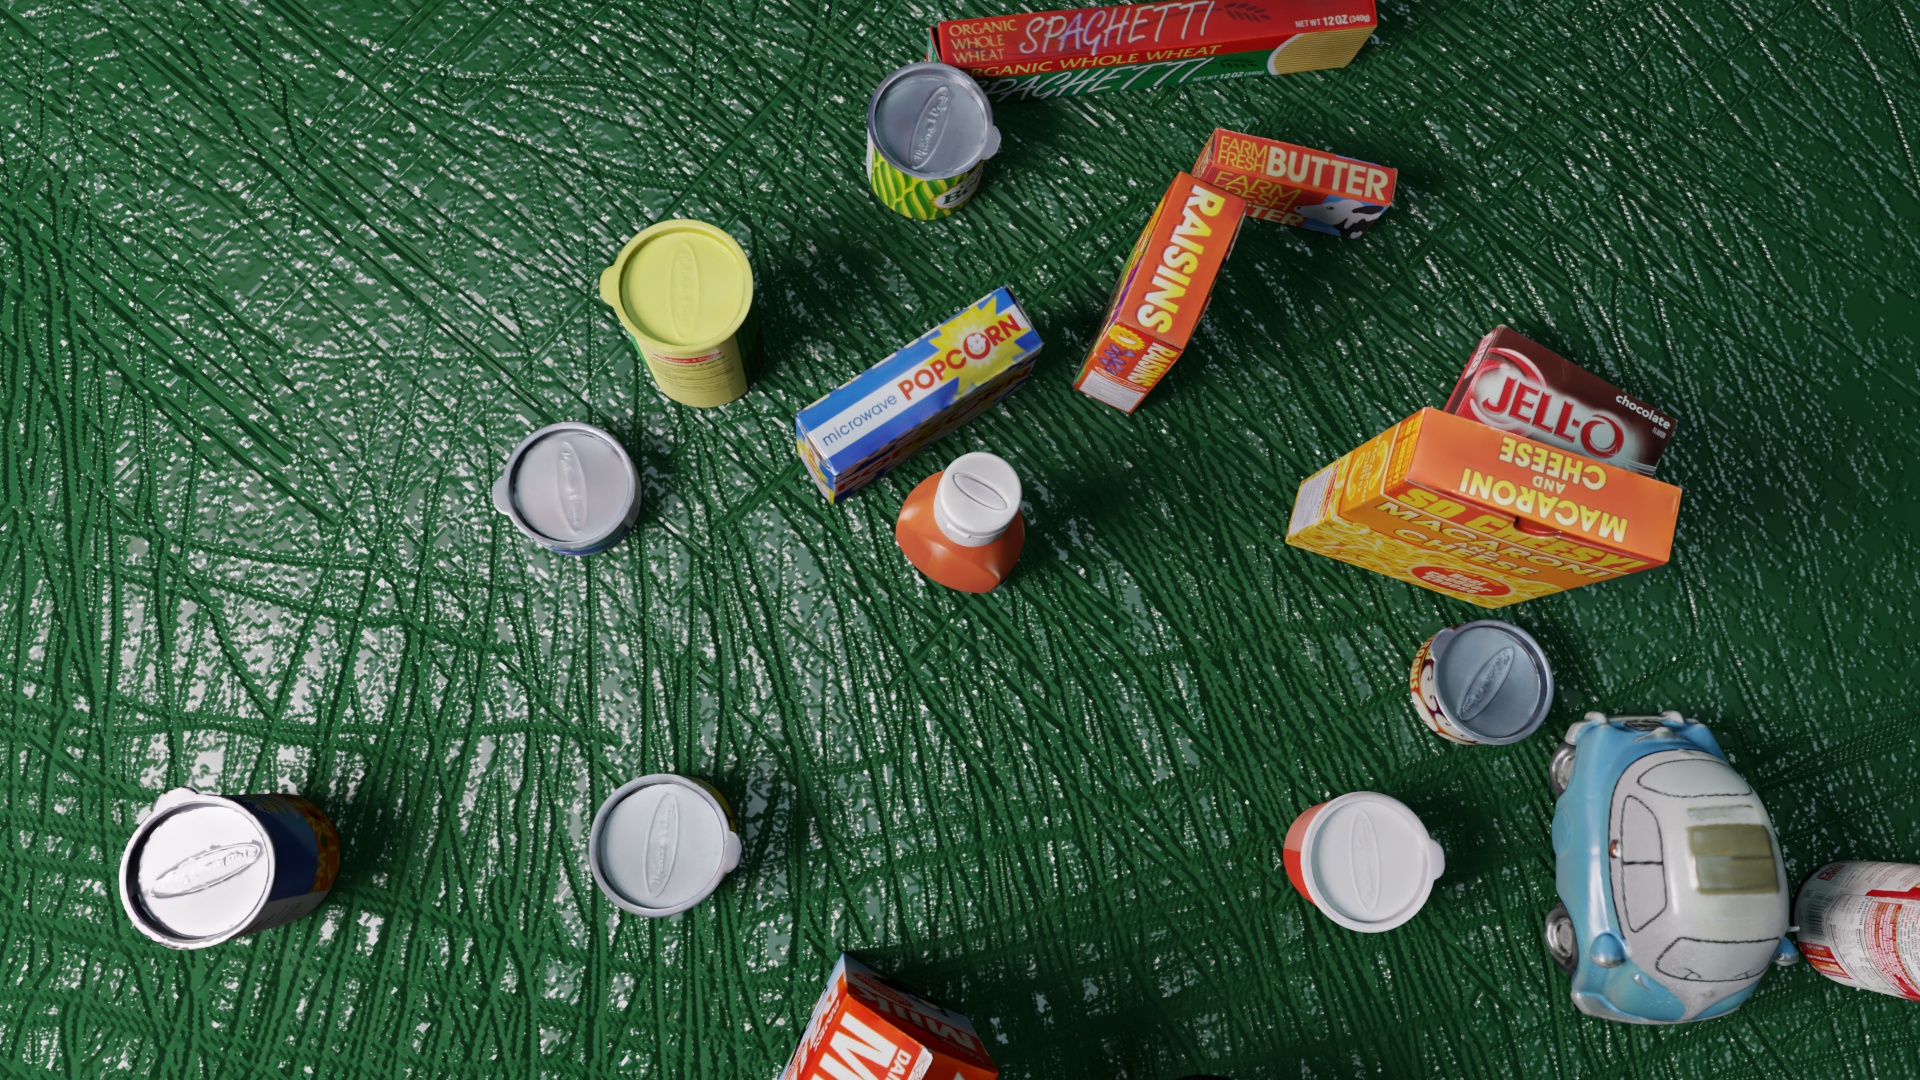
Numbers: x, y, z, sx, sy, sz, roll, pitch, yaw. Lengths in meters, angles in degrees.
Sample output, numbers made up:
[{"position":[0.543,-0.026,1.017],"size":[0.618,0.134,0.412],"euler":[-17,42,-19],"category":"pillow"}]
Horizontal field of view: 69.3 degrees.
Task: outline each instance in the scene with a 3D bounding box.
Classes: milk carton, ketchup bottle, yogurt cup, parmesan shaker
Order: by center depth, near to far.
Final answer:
[{"position":[-0.036,0.238,0.605],"size":[0.073,0.190,0.072],"euler":[28,80,0],"category":"milk carton"},{"position":[0.002,-0.008,0.673],"size":[0.065,0.148,0.043],"euler":[30,80,0],"category":"ketchup bottle"},{"position":[-0.137,-0.112,0.701],"size":[0.071,0.103,0.071],"euler":[1,81,-5],"category":"parmesan shaker"},{"position":[0.199,0.162,0.709],"size":[0.072,0.054,0.072],"euler":[1,80,-5],"category":"yogurt cup"}]

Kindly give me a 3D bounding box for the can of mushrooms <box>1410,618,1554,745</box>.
[{"position":[0.275,0.074,0.741],"size":[0.071,0.033,0.071],"euler":[1,80,-5],"category":"can of mushrooms"}]

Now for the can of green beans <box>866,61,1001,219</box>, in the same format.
[{"position":[-0.018,-0.215,0.753],"size":[0.071,0.057,0.071],"euler":[1,80,-5],"category":"can of green beans"}]

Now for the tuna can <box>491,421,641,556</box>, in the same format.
[{"position":[-0.202,-0.025,0.716],"size":[0.071,0.032,0.071],"euler":[1,80,-5],"category":"tuna can"}]

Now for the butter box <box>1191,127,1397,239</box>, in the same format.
[{"position":[0.182,-0.197,0.770],"size":[0.103,0.053,0.024],"euler":[12,80,-3],"category":"butter box"}]

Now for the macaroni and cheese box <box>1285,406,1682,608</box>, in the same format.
[{"position":[0.248,-0.010,0.686],"size":[0.124,0.166,0.040],"euler":[17,80,-2],"category":"macaroni and cheese box"}]

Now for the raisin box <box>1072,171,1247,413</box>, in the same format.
[{"position":[0.100,-0.123,0.714],"size":[0.040,0.123,0.086],"euler":[25,79,-1],"category":"raisin box"}]

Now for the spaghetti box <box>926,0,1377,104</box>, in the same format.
[{"position":[0.105,-0.277,0.778],"size":[0.250,0.050,0.029],"euler":[-8,82,-6],"category":"spaghetti box"}]

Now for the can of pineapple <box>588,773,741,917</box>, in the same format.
[{"position":[-0.142,0.148,0.679],"size":[0.071,0.057,0.071],"euler":[1,80,-5],"category":"can of pineapple"}]

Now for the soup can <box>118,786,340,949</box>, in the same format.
[{"position":[-0.338,0.149,0.648],"size":[0.071,0.083,0.071],"euler":[1,81,-5],"category":"soup can"}]

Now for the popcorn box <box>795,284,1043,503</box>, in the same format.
[{"position":[-0.023,-0.072,0.714],"size":[0.127,0.085,0.038],"euler":[-33,85,-9],"category":"popcorn box"}]
